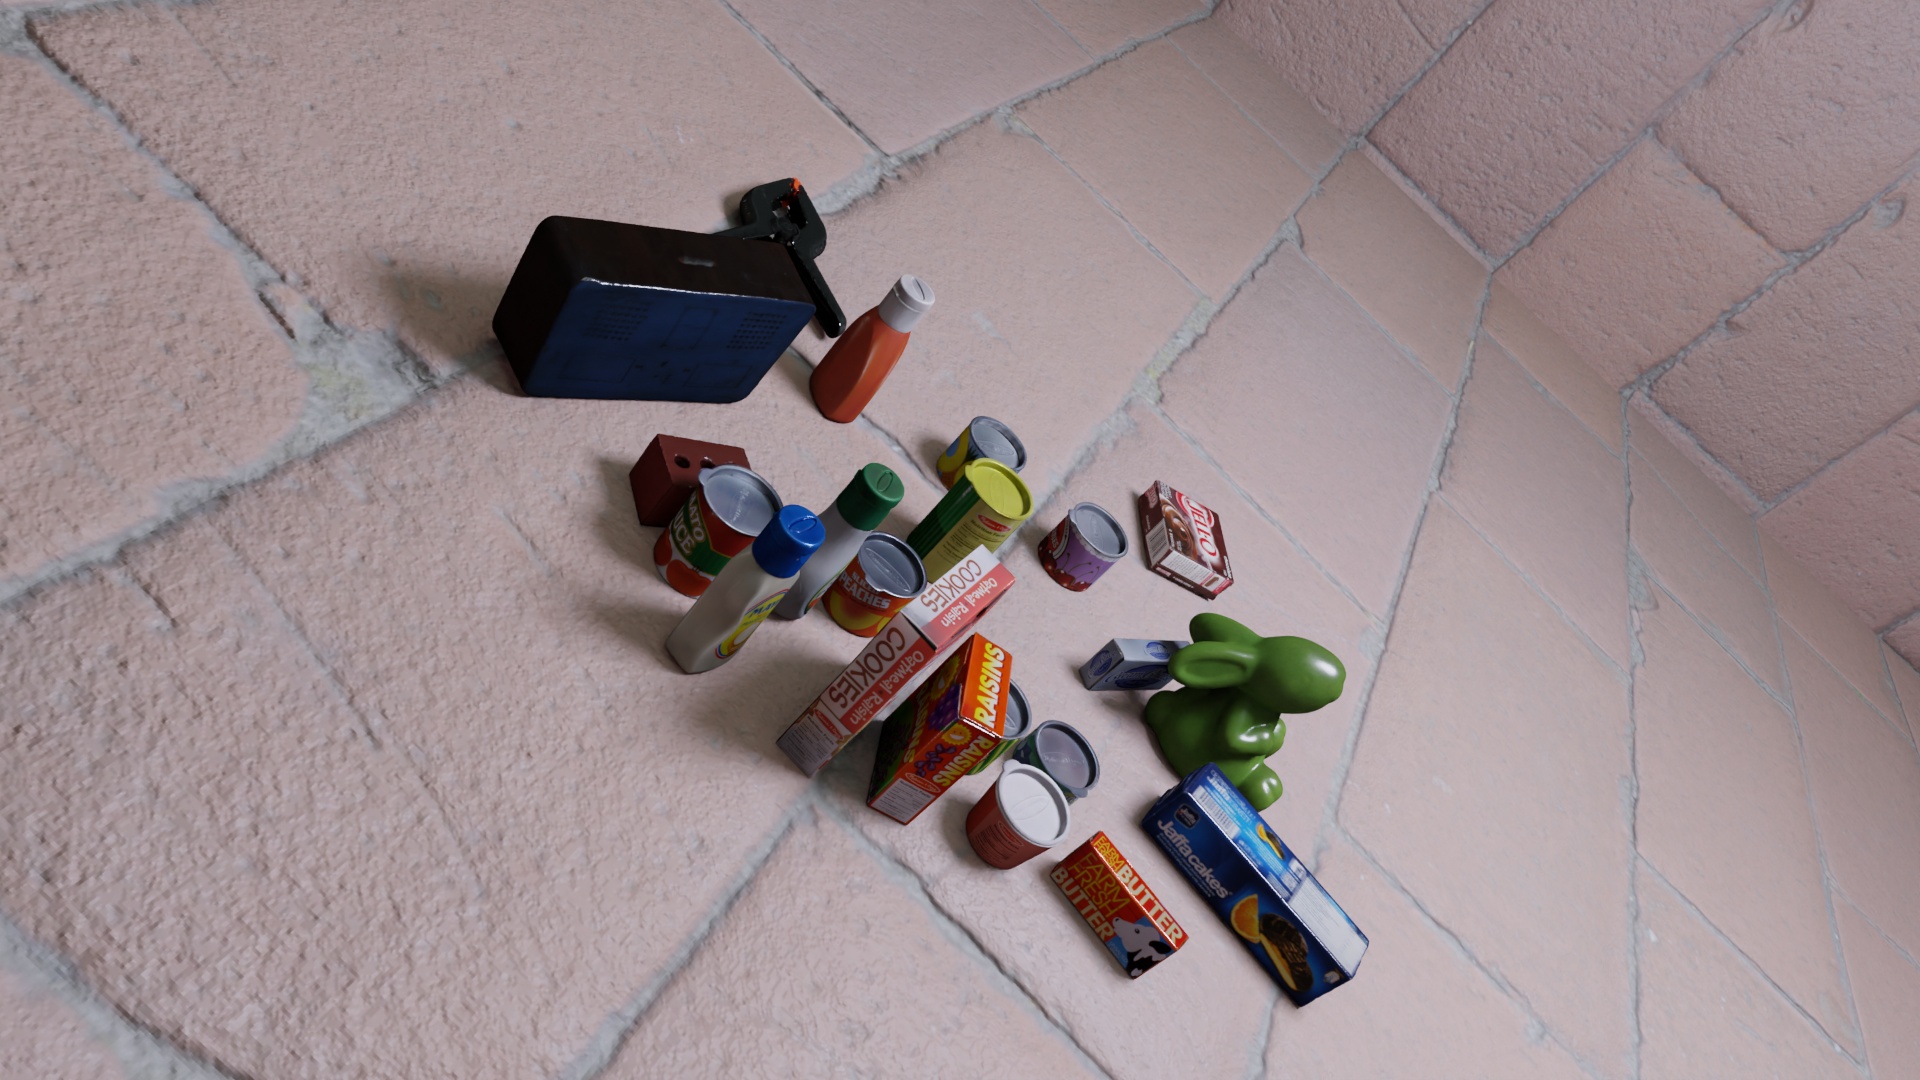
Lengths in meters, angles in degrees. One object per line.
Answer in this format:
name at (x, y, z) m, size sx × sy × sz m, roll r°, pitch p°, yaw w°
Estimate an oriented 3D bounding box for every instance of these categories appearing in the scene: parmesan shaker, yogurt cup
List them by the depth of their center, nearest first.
yogurt cup at (0.041, 0.210, 1.041) m, size 0.072 × 0.053 × 0.073 m, roll 26°, pitch 38°, yaw -23°
parmesan shaker at (0.004, -0.015, 1.197) m, size 0.071 × 0.102 × 0.072 m, roll 26°, pitch 38°, yaw -23°

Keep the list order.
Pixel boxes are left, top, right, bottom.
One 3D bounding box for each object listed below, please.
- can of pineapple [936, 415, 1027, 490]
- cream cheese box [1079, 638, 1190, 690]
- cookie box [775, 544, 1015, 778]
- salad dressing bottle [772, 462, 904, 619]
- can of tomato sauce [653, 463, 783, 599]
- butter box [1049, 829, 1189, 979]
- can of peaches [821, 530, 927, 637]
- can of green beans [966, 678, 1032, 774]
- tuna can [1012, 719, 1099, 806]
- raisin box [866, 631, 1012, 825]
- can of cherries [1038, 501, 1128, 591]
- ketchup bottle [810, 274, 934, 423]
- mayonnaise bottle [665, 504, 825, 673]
can of pineapple at (0.020, -0.073, 1.312) m, size 0.071 × 0.057 × 0.071 m, roll 26°, pitch 38°, yaw -23°
cream cheese box at (0.162, 0.113, 1.261) m, size 0.104 × 0.053 × 0.024 m, roll 6°, pitch 50°, yaw -41°
cookie box at (-0.045, 0.085, 0.988) m, size 0.040 × 0.166 × 0.123 m, roll 46°, pitch 35°, yaw 3°
salad dressing bottle at (-0.097, 0.001, 1.043) m, size 0.044 × 0.147 × 0.064 m, roll 38°, pitch 35°, yaw -8°
can of tomato sauce at (-0.180, -0.006, 1.023) m, size 0.071 × 0.082 × 0.071 m, roll 26°, pitch 38°, yaw -23°
butter box at (0.119, 0.275, 1.050) m, size 0.103 × 0.053 × 0.024 m, roll 51°, pitch 35°, yaw 10°
can of peaches at (-0.071, 0.036, 1.109) m, size 0.071 × 0.057 × 0.071 m, roll 26°, pitch 38°, yaw -23°
can of green beans at (0.012, 0.141, 1.082) m, size 0.071 × 0.057 × 0.071 m, roll 26°, pitch 38°, yaw -23°
tuna can at (0.078, 0.184, 1.123) m, size 0.071 × 0.032 × 0.071 m, roll 26°, pitch 38°, yaw -23°
raisin box at (-0.015, 0.136, 1.003) m, size 0.040 × 0.123 × 0.086 m, roll 32°, pitch 36°, yaw -16°
can of cherries at (0.114, 0.005, 1.323) m, size 0.071 × 0.058 × 0.072 m, roll 26°, pitch 38°, yaw -23°
ketchup bottle at (-0.079, -0.174, 1.241) m, size 0.043 × 0.148 × 0.065 m, roll 8°, pitch 48°, yaw -40°
mayonnaise bottle at (-0.146, 0.033, 0.960) m, size 0.041 × 0.147 × 0.065 m, roll 51°, pitch 35°, yaw 10°
